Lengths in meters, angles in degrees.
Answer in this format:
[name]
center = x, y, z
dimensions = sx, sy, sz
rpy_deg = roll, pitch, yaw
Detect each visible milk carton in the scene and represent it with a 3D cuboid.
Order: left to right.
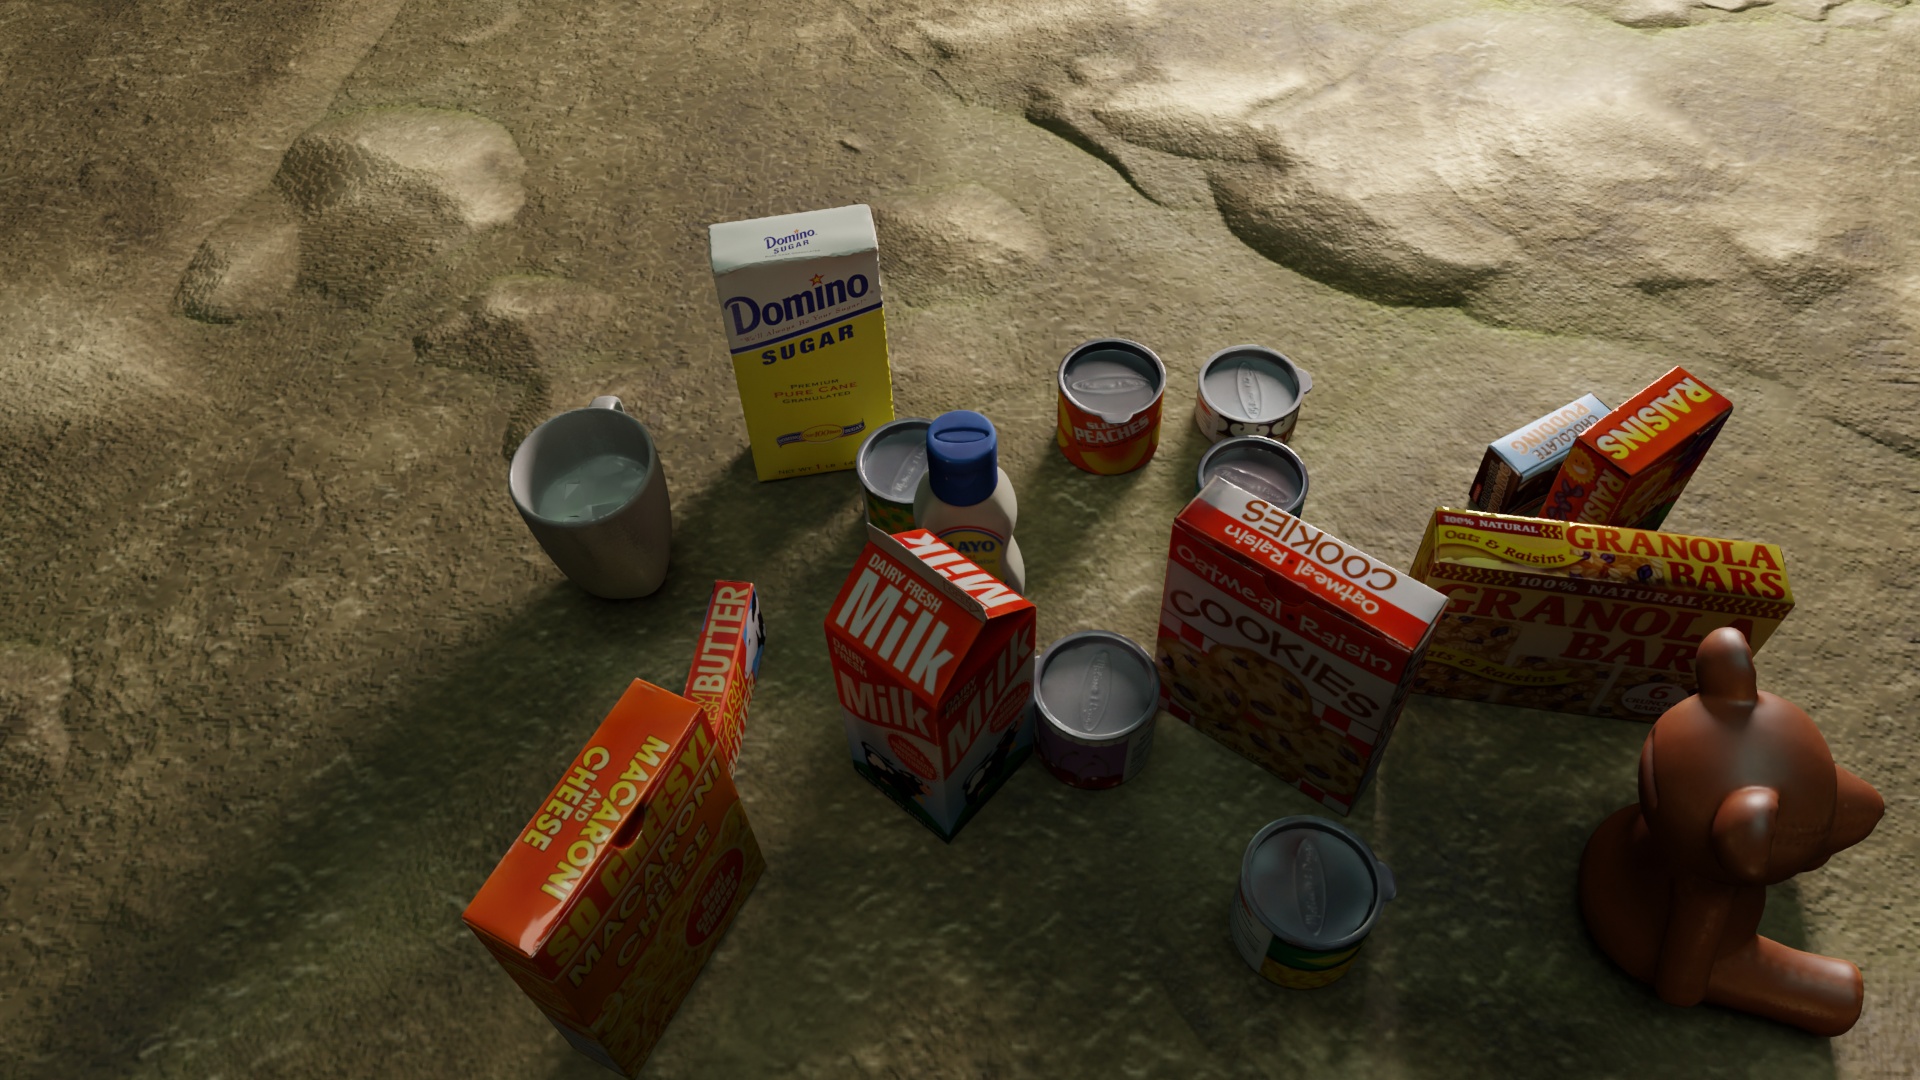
[milk carton]
center = -0.012, 0.065, 0.680
dimensions = 0.072, 0.189, 0.074
rpy_deg = 34, 62, 24

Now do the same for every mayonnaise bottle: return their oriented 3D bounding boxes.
[mayonnaise bottle]
center = 0.003, -0.010, 0.761
dimensions = 0.065, 0.147, 0.041
rpy_deg = -2, 54, 1

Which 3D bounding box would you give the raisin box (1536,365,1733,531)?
[raisin box]
center = 0.365, -0.027, 0.772
dimensions = 0.086, 0.122, 0.040
rpy_deg = -31, 58, -19

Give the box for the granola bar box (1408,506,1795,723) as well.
[granola bar box]
center = 0.317, 0.041, 0.723
dimensions = 0.165, 0.123, 0.039
rpy_deg = 7, 54, 8

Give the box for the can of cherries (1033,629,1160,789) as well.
[can of cherries]
center = 0.069, 0.090, 0.739
dimensions = 0.071, 0.058, 0.072
rpy_deg = -1, 53, 2

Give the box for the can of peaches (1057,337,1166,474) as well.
[can of peaches]
center = 0.093, -0.081, 0.866
dimensions = 0.071, 0.057, 0.071
rpy_deg = -1, 53, 2

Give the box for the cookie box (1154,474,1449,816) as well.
[cookie box]
center = 0.160, 0.057, 0.691
dimensions = 0.123, 0.166, 0.040
rpy_deg = 30, 61, 23

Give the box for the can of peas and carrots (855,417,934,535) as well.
[can of peas and carrots]
center = -0.025, -0.030, 0.833
dimensions = 0.071, 0.058, 0.071
rpy_deg = -1, 53, 2

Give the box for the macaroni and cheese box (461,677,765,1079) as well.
[macaroni and cheese box]
center = -0.147, 0.158, 0.632
dimensions = 0.040, 0.165, 0.124
rpy_deg = 21, 57, 17

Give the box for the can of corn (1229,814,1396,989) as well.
[can of corn]
center = 0.168, 0.175, 0.671
dimensions = 0.071, 0.058, 0.071
rpy_deg = -1, 53, 2

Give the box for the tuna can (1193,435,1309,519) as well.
[tuna can]
center = 0.173, -0.027, 0.837
dimensions = 0.071, 0.032, 0.071
rpy_deg = -1, 53, 2

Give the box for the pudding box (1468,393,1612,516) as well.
[pudding box]
center = 0.351, -0.049, 0.835
dimensions = 0.084, 0.049, 0.030
rpy_deg = -26, 56, -16

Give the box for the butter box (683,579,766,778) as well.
[butter box]
center = -0.130, 0.078, 0.761
dimensions = 0.024, 0.052, 0.104
rpy_deg = 4, 54, 6

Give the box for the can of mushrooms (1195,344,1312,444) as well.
[can of mushrooms]
center = 0.185, -0.089, 0.883
dimensions = 0.071, 0.033, 0.071
rpy_deg = -1, 53, 2
